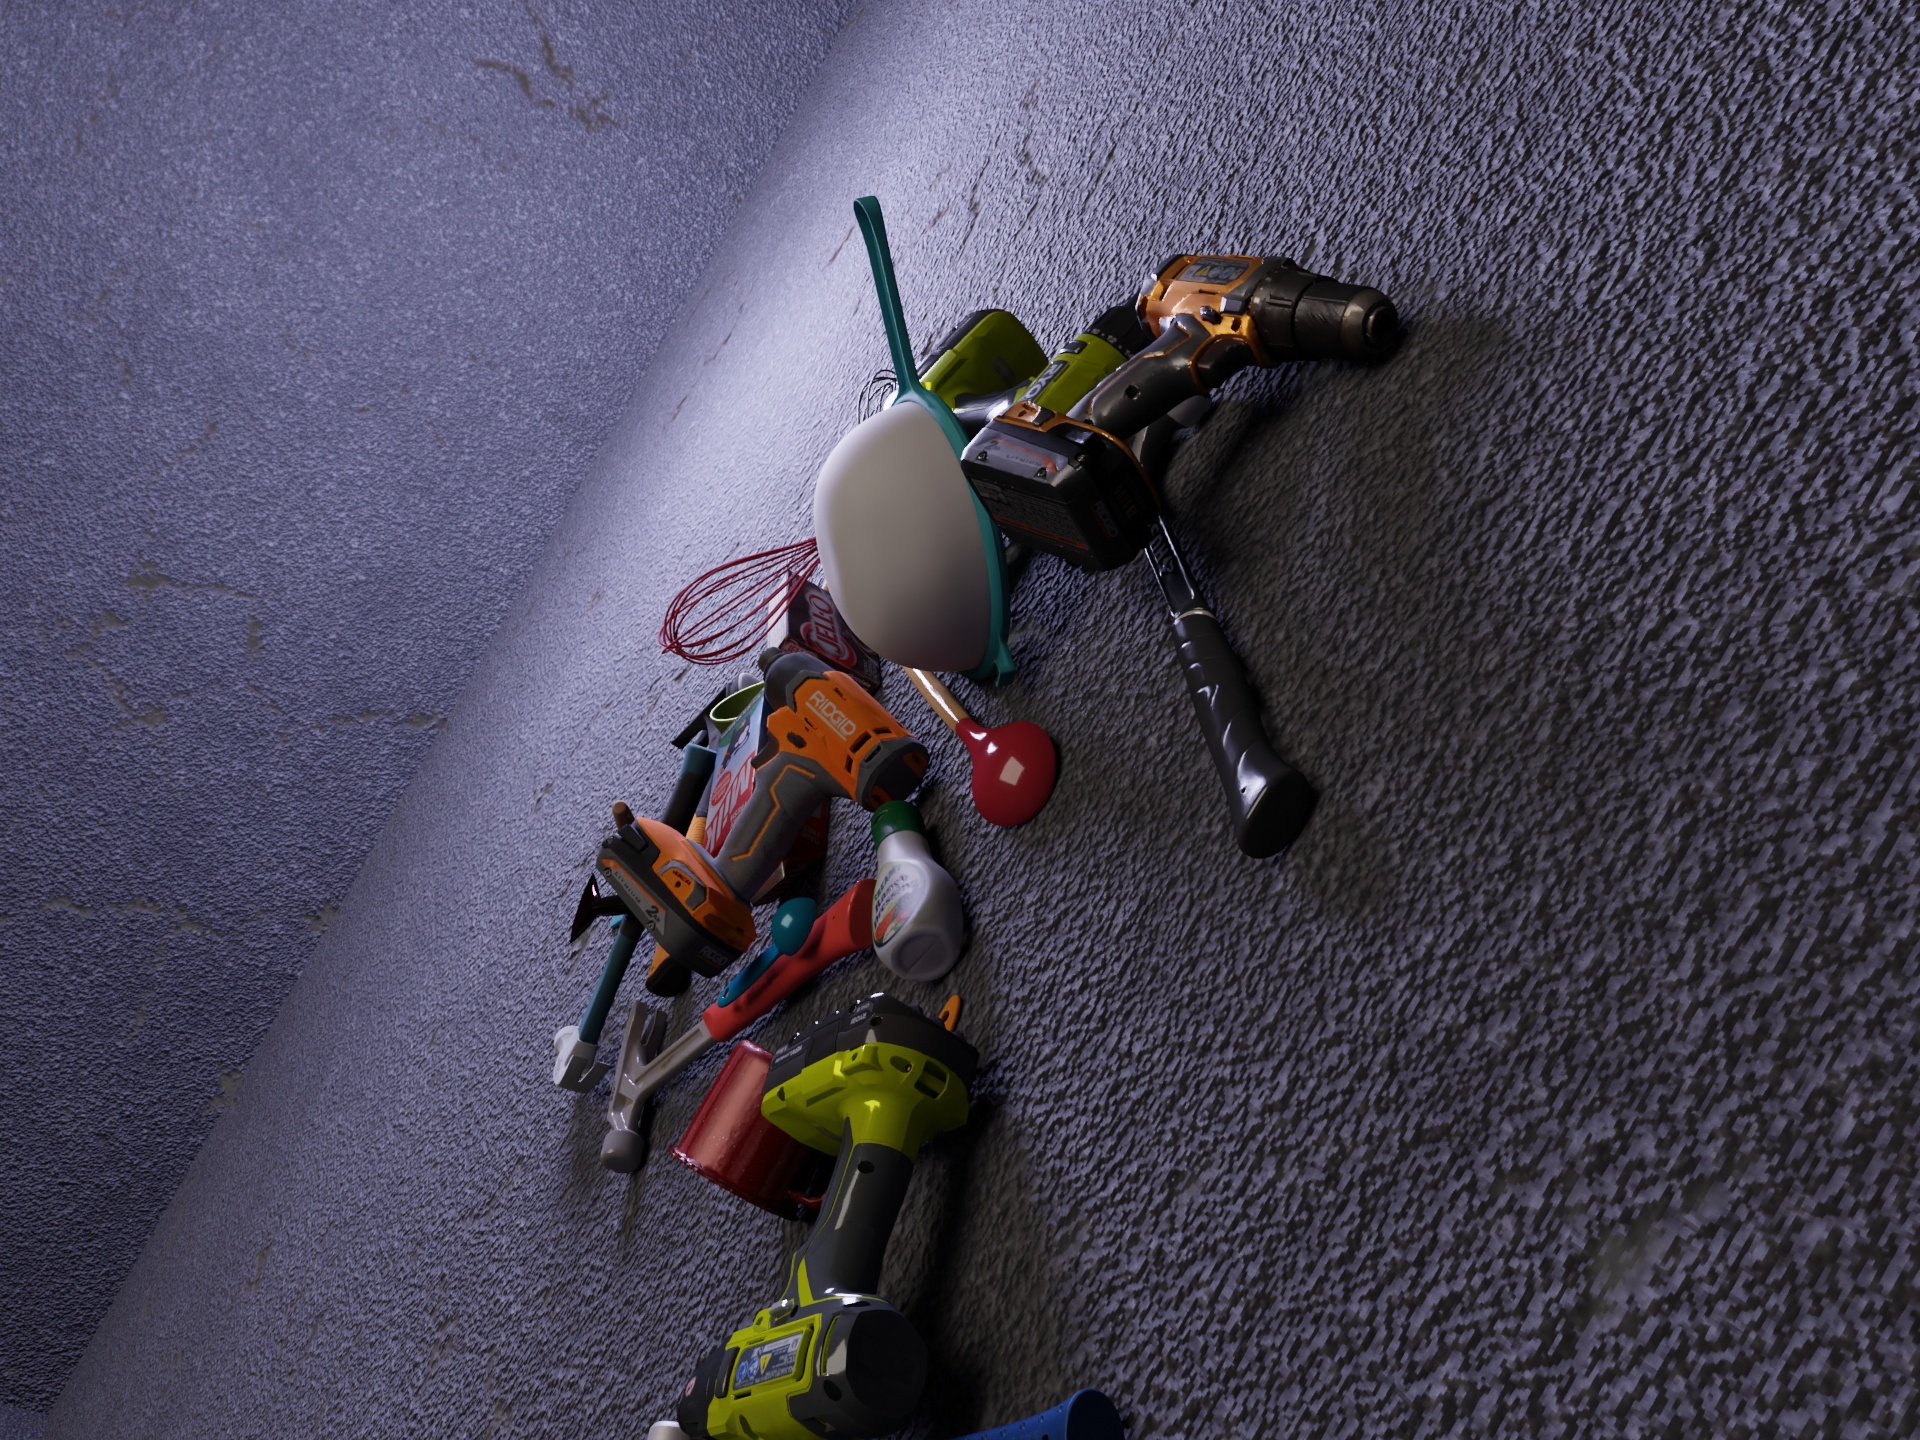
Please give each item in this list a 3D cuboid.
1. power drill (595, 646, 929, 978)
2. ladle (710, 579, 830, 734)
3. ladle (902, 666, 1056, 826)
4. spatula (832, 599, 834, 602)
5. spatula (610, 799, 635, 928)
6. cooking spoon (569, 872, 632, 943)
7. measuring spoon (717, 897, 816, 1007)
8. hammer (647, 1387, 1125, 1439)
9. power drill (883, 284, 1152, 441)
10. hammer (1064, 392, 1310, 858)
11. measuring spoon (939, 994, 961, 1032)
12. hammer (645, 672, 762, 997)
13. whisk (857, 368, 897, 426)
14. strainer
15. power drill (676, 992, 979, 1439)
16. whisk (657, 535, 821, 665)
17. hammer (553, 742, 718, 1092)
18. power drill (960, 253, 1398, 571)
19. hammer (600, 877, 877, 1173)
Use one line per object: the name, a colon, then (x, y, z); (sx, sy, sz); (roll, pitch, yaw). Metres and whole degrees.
power drill: (-0.152, 0.055, 1.155); (0.226, 0.084, 0.164); (-45, 59, -4)
ladle: (-0.127, -0.121, 1.431); (0.320, 0.062, 0.078); (-62, 25, 2)
ladle: (-0.002, -0.004, 1.121); (0.069, 0.031, 0.316); (-58, 23, 7)
spatula: (0.021, -0.189, 1.221); (0.316, 0.018, 0.060); (-39, 29, 13)
spatula: (-0.303, 0.123, 1.450); (0.317, 0.044, 0.082); (104, -174, -69)
cooking spoon: (-0.310, 0.162, 1.381); (0.319, 0.017, 0.069); (-20, 52, 68)
measuring spoon: (-0.144, 0.165, 1.120); (0.128, 0.021, 0.042); (-45, 28, 32)
hammer: (-0.066, 0.396, 0.789); (0.405, 0.035, 0.144); (-37, 33, 41)
power drill: (0.054, -0.242, 1.142); (0.190, 0.080, 0.229); (-49, 28, -9)
hammer: (0.127, -0.063, 0.925); (0.149, 0.036, 0.409); (-49, 27, 25)
measuring spoon: (-0.029, 0.216, 0.944); (0.021, 0.011, 0.117); (7, 69, 64)
hammer: (-0.245, 0.109, 1.453); (0.127, 0.034, 0.337); (-40, 31, 36)
whisk: (-0.069, -0.195, 1.384); (0.055, 0.055, 0.239); (-21, 61, 54)
strainer: (-0.062, -0.181, 1.099); (0.211, 0.095, 0.340); (-153, 48, -67)
power drill: (-0.074, 0.271, 0.842); (0.171, 0.080, 0.223); (-34, 30, 40)
whisk: (-0.123, -0.134, 1.289); (0.296, 0.073, 0.073); (-38, 16, -24)
hammer: (-0.280, 0.170, 1.371); (0.331, 0.033, 0.128); (-67, 19, 8)
power drill: (0.132, -0.191, 0.940); (0.226, 0.084, 0.185); (-45, 37, -14)
hammer: (-0.163, 0.206, 1.186); (0.359, 0.036, 0.149); (-41, 31, 37)
